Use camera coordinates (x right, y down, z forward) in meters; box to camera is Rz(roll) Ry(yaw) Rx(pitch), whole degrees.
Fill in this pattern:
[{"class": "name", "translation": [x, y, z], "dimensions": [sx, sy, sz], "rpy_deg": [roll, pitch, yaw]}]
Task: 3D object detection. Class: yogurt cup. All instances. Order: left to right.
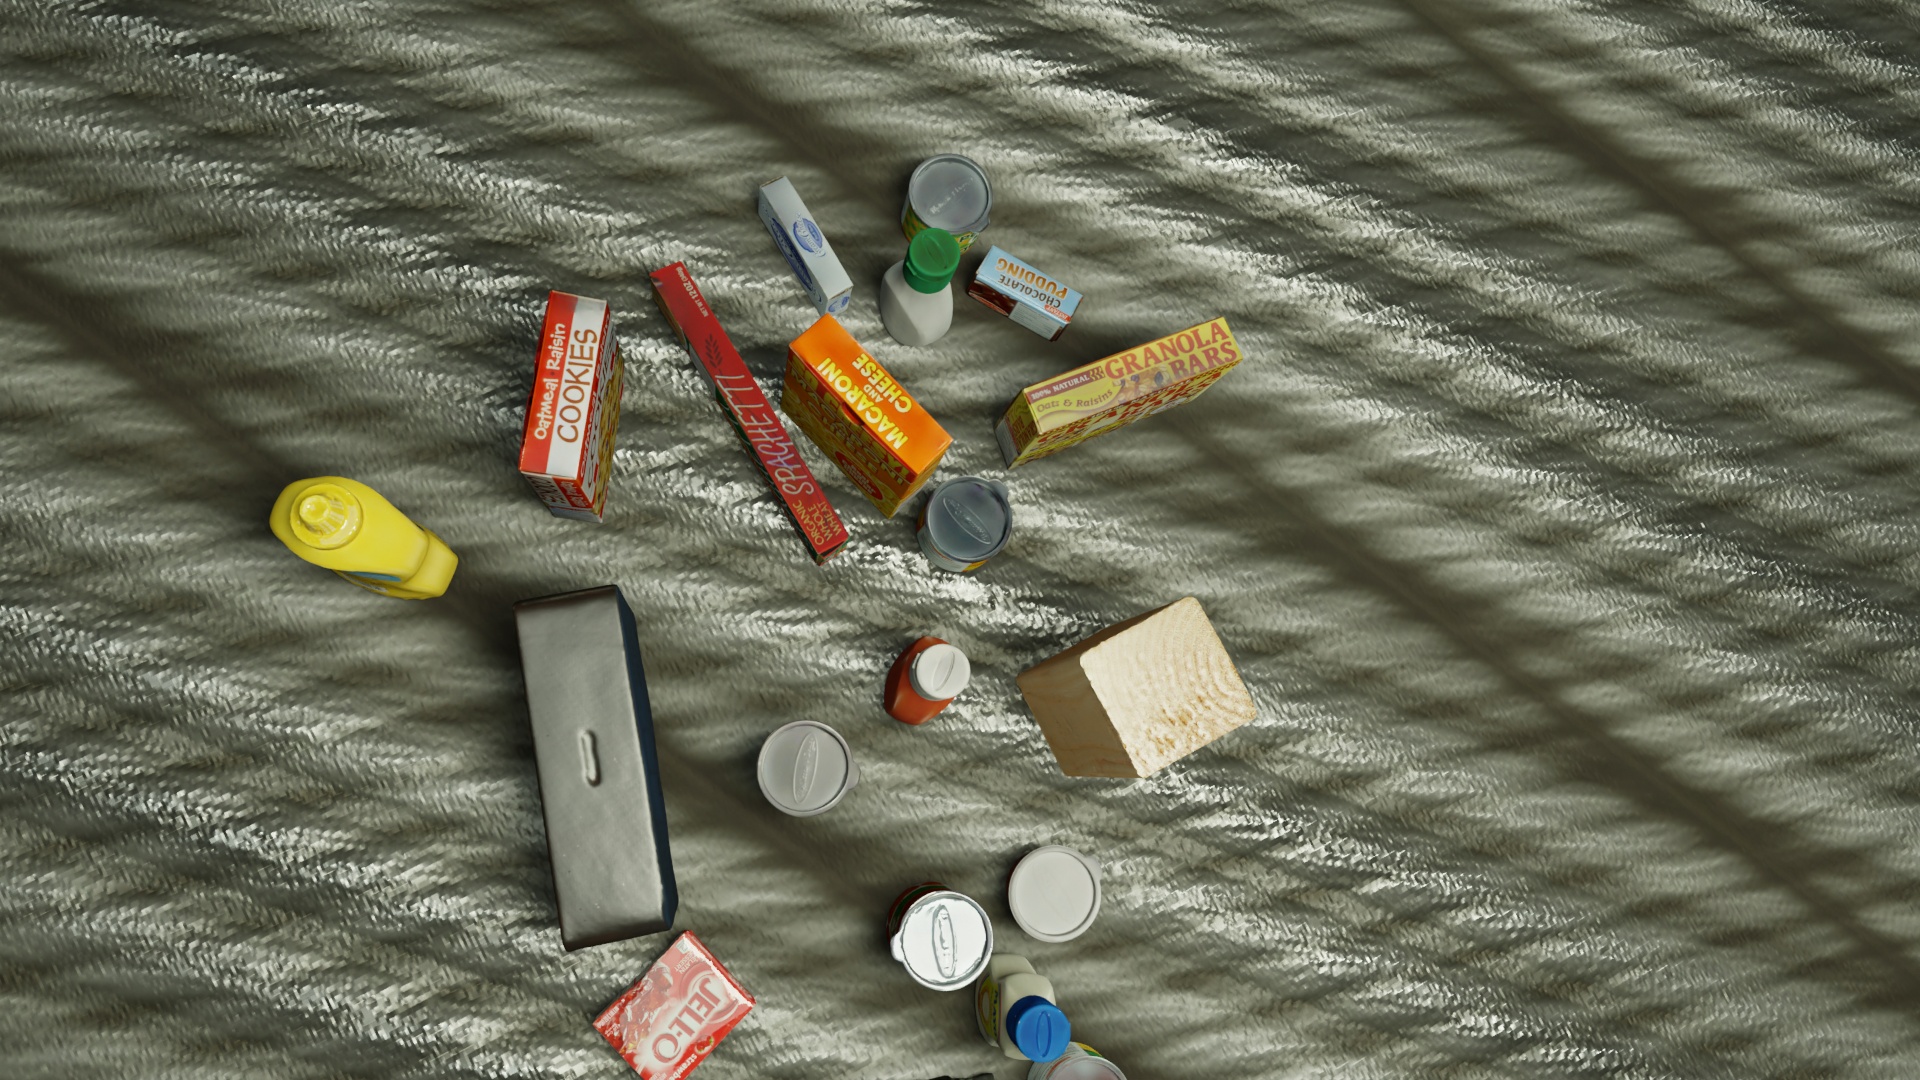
[{"class": "yogurt cup", "translation": [0.064, 0.257, 1.021], "dimensions": [0.072, 0.054, 0.072], "rpy_deg": [1, 80, -9]}]

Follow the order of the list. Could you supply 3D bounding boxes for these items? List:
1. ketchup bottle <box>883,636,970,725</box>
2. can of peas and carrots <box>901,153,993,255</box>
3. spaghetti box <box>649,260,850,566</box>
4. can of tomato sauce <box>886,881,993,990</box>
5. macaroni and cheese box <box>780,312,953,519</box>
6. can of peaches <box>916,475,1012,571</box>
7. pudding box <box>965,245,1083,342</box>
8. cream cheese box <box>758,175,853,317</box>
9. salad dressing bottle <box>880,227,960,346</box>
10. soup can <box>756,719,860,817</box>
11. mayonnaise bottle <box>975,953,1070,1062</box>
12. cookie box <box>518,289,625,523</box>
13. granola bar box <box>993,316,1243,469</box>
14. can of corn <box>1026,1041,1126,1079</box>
[{"class": "ketchup bottle", "translation": [-0.023, 0.097, 0.985], "dimensions": [0.043, 0.148, 0.065], "rpy_deg": [24, 78, -5]}, {"class": "can of peas and carrots", "translation": [-0.010, -0.261, 1.095], "dimensions": [0.071, 0.058, 0.071], "rpy_deg": [1, 80, -9]}, {"class": "spaghetti box", "translation": [-0.159, -0.094, 1.047], "dimensions": [0.029, 0.050, 0.250], "rpy_deg": [-31, 86, -12]}, {"class": "can of tomato sauce", "translation": [-0.018, 0.280, 0.988], "dimensions": [0.071, 0.083, 0.071], "rpy_deg": [1, 81, -9]}, {"class": "macaroni and cheese box", "translation": [-0.072, -0.084, 0.999], "dimensions": [0.124, 0.166, 0.040], "rpy_deg": [45, 77, 0]}, {"class": "can of peaches", "translation": [0.004, -0.013, 1.055], "dimensions": [0.071, 0.058, 0.071], "rpy_deg": [1, 80, -9]}, {"class": "pudding box", "translation": [0.050, -0.194, 1.098], "dimensions": [0.084, 0.049, 0.030], "rpy_deg": [28, 78, -4]}, {"class": "cream cheese box", "translation": [-0.120, -0.225, 1.074], "dimensions": [0.024, 0.053, 0.104], "rpy_deg": [-31, 86, -12]}, {"class": "salad dressing bottle", "translation": [-0.029, -0.188, 1.034], "dimensions": [0.044, 0.147, 0.064], "rpy_deg": [-32, 87, -12]}, {"class": "soup can", "translation": [-0.110, 0.163, 0.993], "dimensions": [0.071, 0.083, 0.071], "rpy_deg": [1, 81, -9]}, {"class": "mayonnaise bottle", "translation": [0.042, 0.325, 0.957], "dimensions": [0.041, 0.148, 0.065], "rpy_deg": [3, 80, -8]}, {"class": "cookie box", "translation": [-0.268, -0.088, 0.968], "dimensions": [0.040, 0.167, 0.123], "rpy_deg": [8, 80, -8]}, {"class": "granola bar box", "translation": [0.115, -0.111, 1.056], "dimensions": [0.166, 0.124, 0.039], "rpy_deg": [-21, 85, -12]}, {"class": "can of corn", "translation": [0.085, 0.401, 0.997], "dimensions": [0.071, 0.058, 0.071], "rpy_deg": [1, 80, -9]}]
